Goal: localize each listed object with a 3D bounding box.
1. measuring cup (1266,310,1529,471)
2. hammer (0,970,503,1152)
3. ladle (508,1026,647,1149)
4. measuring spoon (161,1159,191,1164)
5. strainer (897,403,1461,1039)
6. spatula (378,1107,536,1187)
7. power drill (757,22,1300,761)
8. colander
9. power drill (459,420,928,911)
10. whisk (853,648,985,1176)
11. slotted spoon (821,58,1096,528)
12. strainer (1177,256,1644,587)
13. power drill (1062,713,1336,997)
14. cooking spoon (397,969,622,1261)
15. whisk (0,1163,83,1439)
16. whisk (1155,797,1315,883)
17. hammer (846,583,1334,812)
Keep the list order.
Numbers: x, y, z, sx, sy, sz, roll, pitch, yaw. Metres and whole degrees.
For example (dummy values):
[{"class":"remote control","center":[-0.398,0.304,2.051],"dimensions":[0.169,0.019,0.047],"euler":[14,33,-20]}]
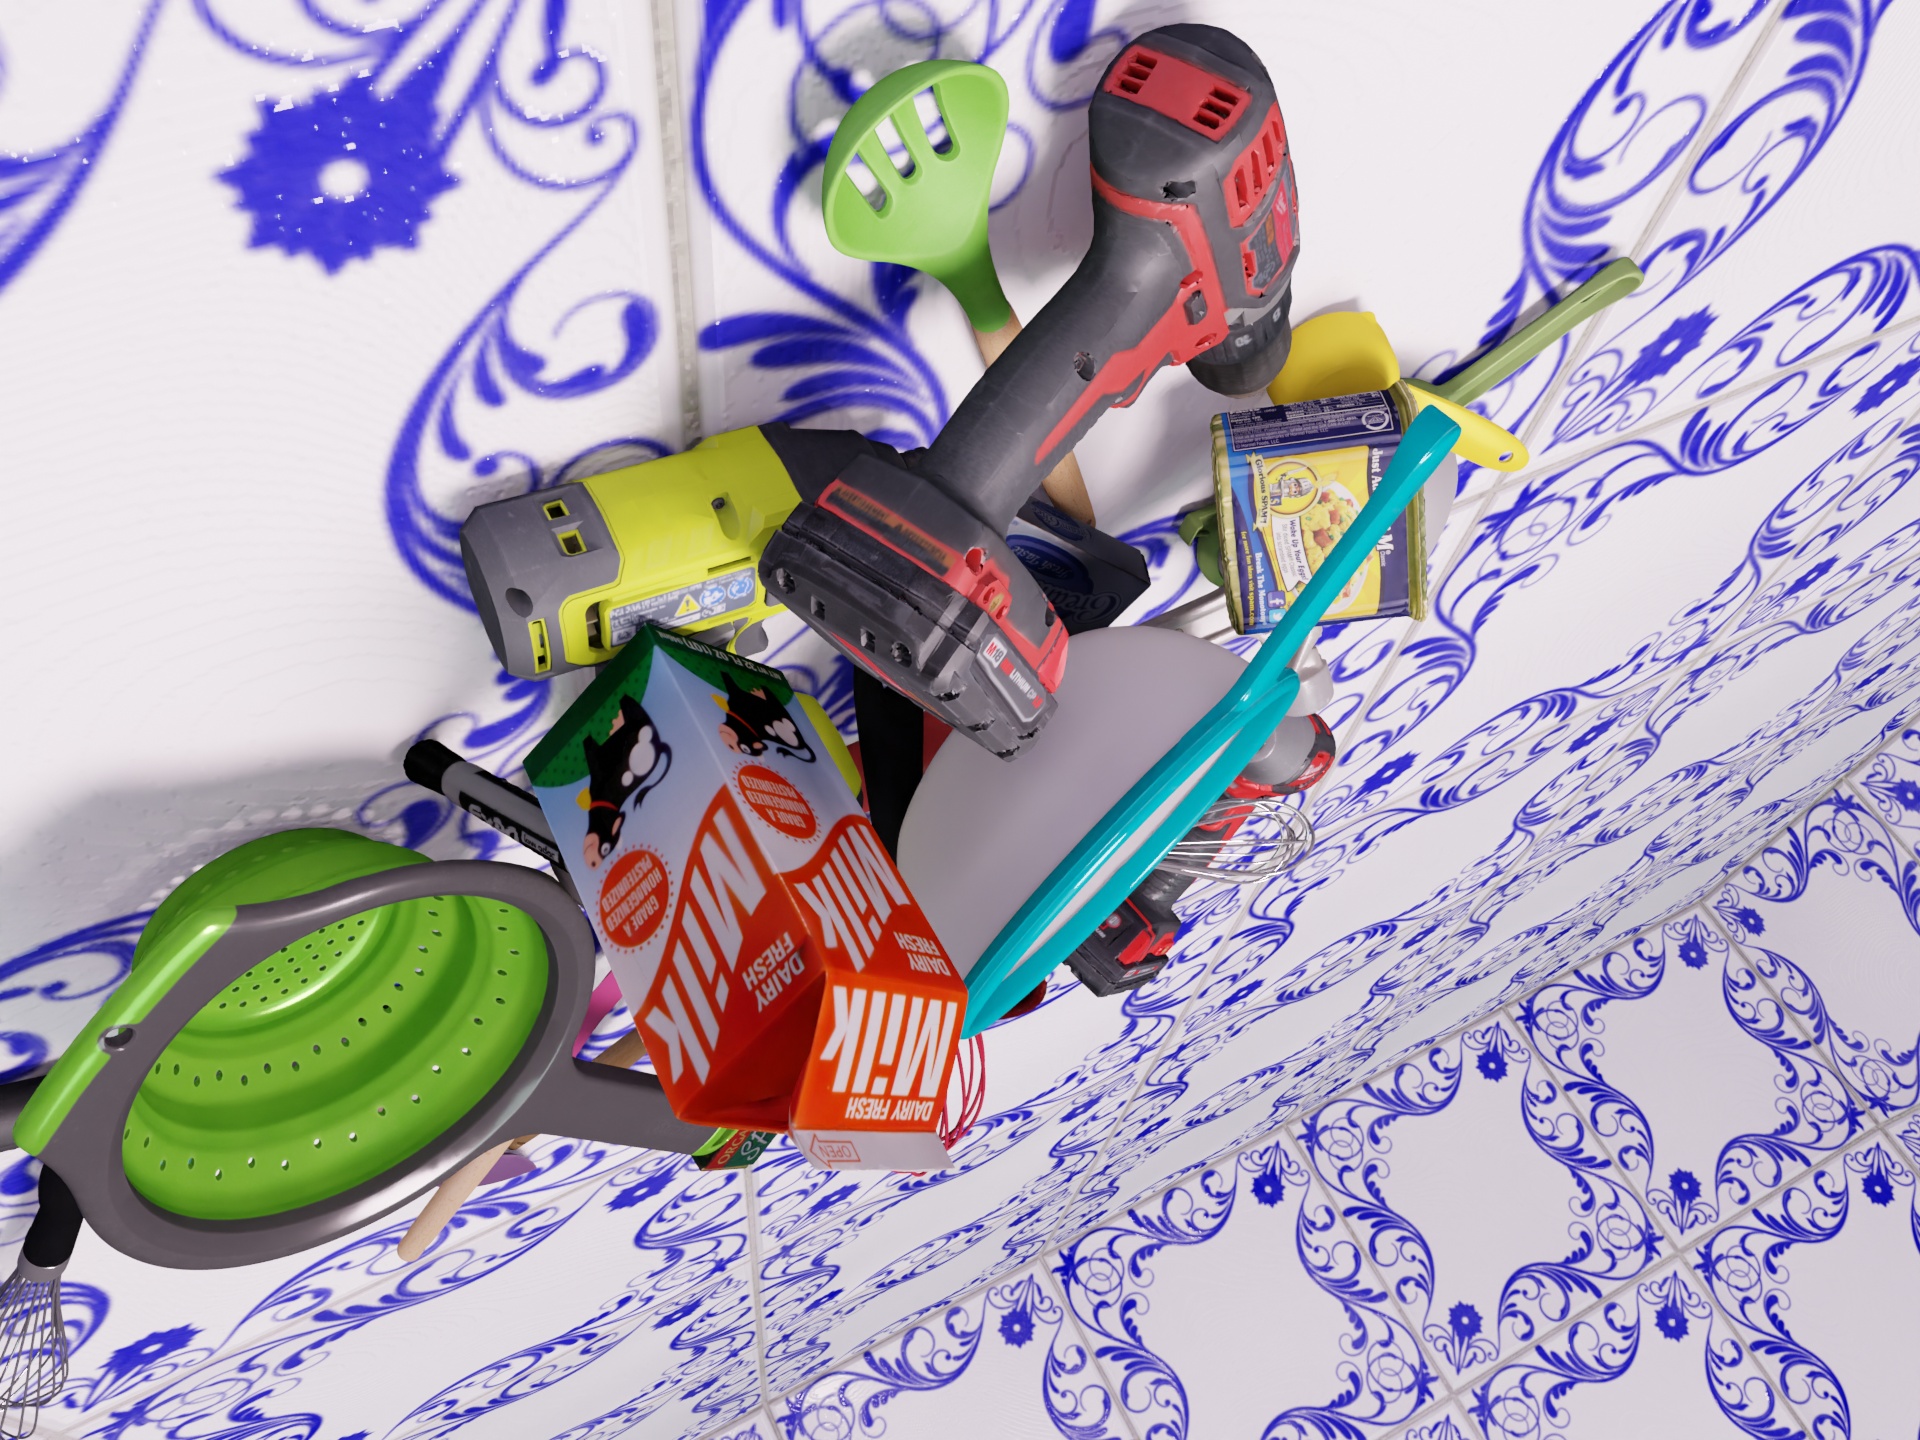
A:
[{"class":"measuring cup","center":[0.208,-0.136,0.726],"dimensions":[0.156,0.029,0.062],"euler":[17,132,-27]},{"class":"hammer","center":[-0.335,0.155,0.726],"dimensions":[0.334,0.035,0.146],"euler":[-8,147,-40]},{"class":"ladle","center":[-0.185,0.196,0.912],"dimensions":[0.078,0.062,0.320],"euler":[21,135,-34]},{"class":"measuring spoon","center":[-0.324,0.189,0.733],"dimensions":[0.128,0.021,0.042],"euler":[-10,149,-35]},{"class":"strainer","center":[0.068,-0.011,0.645],"dimensions":[0.211,0.095,0.340],"euler":[-32,159,-48]},{"class":"spatula","center":[-0.298,0.251,0.926],"dimensions":[0.059,0.018,0.315],"euler":[-14,160,-11]},{"class":"power drill","center":[0.045,-0.102,0.561],"dimensions":[0.227,0.080,0.187],"euler":[-56,158,-3]},{"class":"colander","center":[-0.224,0.136,0.703],"dimensions":[0.204,0.095,0.396],"euler":[-49,149,2]},{"class":"power drill","center":[-0.095,-0.017,0.628],"dimensions":[0.171,0.080,0.223],"euler":[-19,150,-22]},{"class":"whisk","center":[-0.027,0.092,0.759],"dimensions":[0.073,0.073,0.295],"euler":[-16,116,-29]},{"class":"slotted spoon","center":[0.015,-0.135,0.588],"dimensions":[0.070,0.031,0.313],"euler":[-39,157,1]},{"class":"strainer","center":[0.242,-0.128,0.800],"dimensions":[0.256,0.069,0.151],"euler":[-37,155,16]},{"class":"power drill","center":[0.148,0.074,1.030],"dimensions":[0.219,0.079,0.143],"euler":[-49,159,12]},{"class":"cooking spoon","center":[-0.230,0.198,0.872],"dimensions":[0.319,0.017,0.069],"euler":[-50,-177,22]},{"class":"whisk","center":[-0.468,0.286,0.800],"dimensions":[0.070,0.070,0.284],"euler":[-3,138,-45]},{"class":"whisk","center":[0.085,0.074,0.938],"dimensions":[0.246,0.059,0.057],"euler":[-3,135,3]},{"class":"hammer","center":[-0.001,-0.002,0.765],"dimensions":[0.359,0.037,0.149],"euler":[-24,120,2]}]
